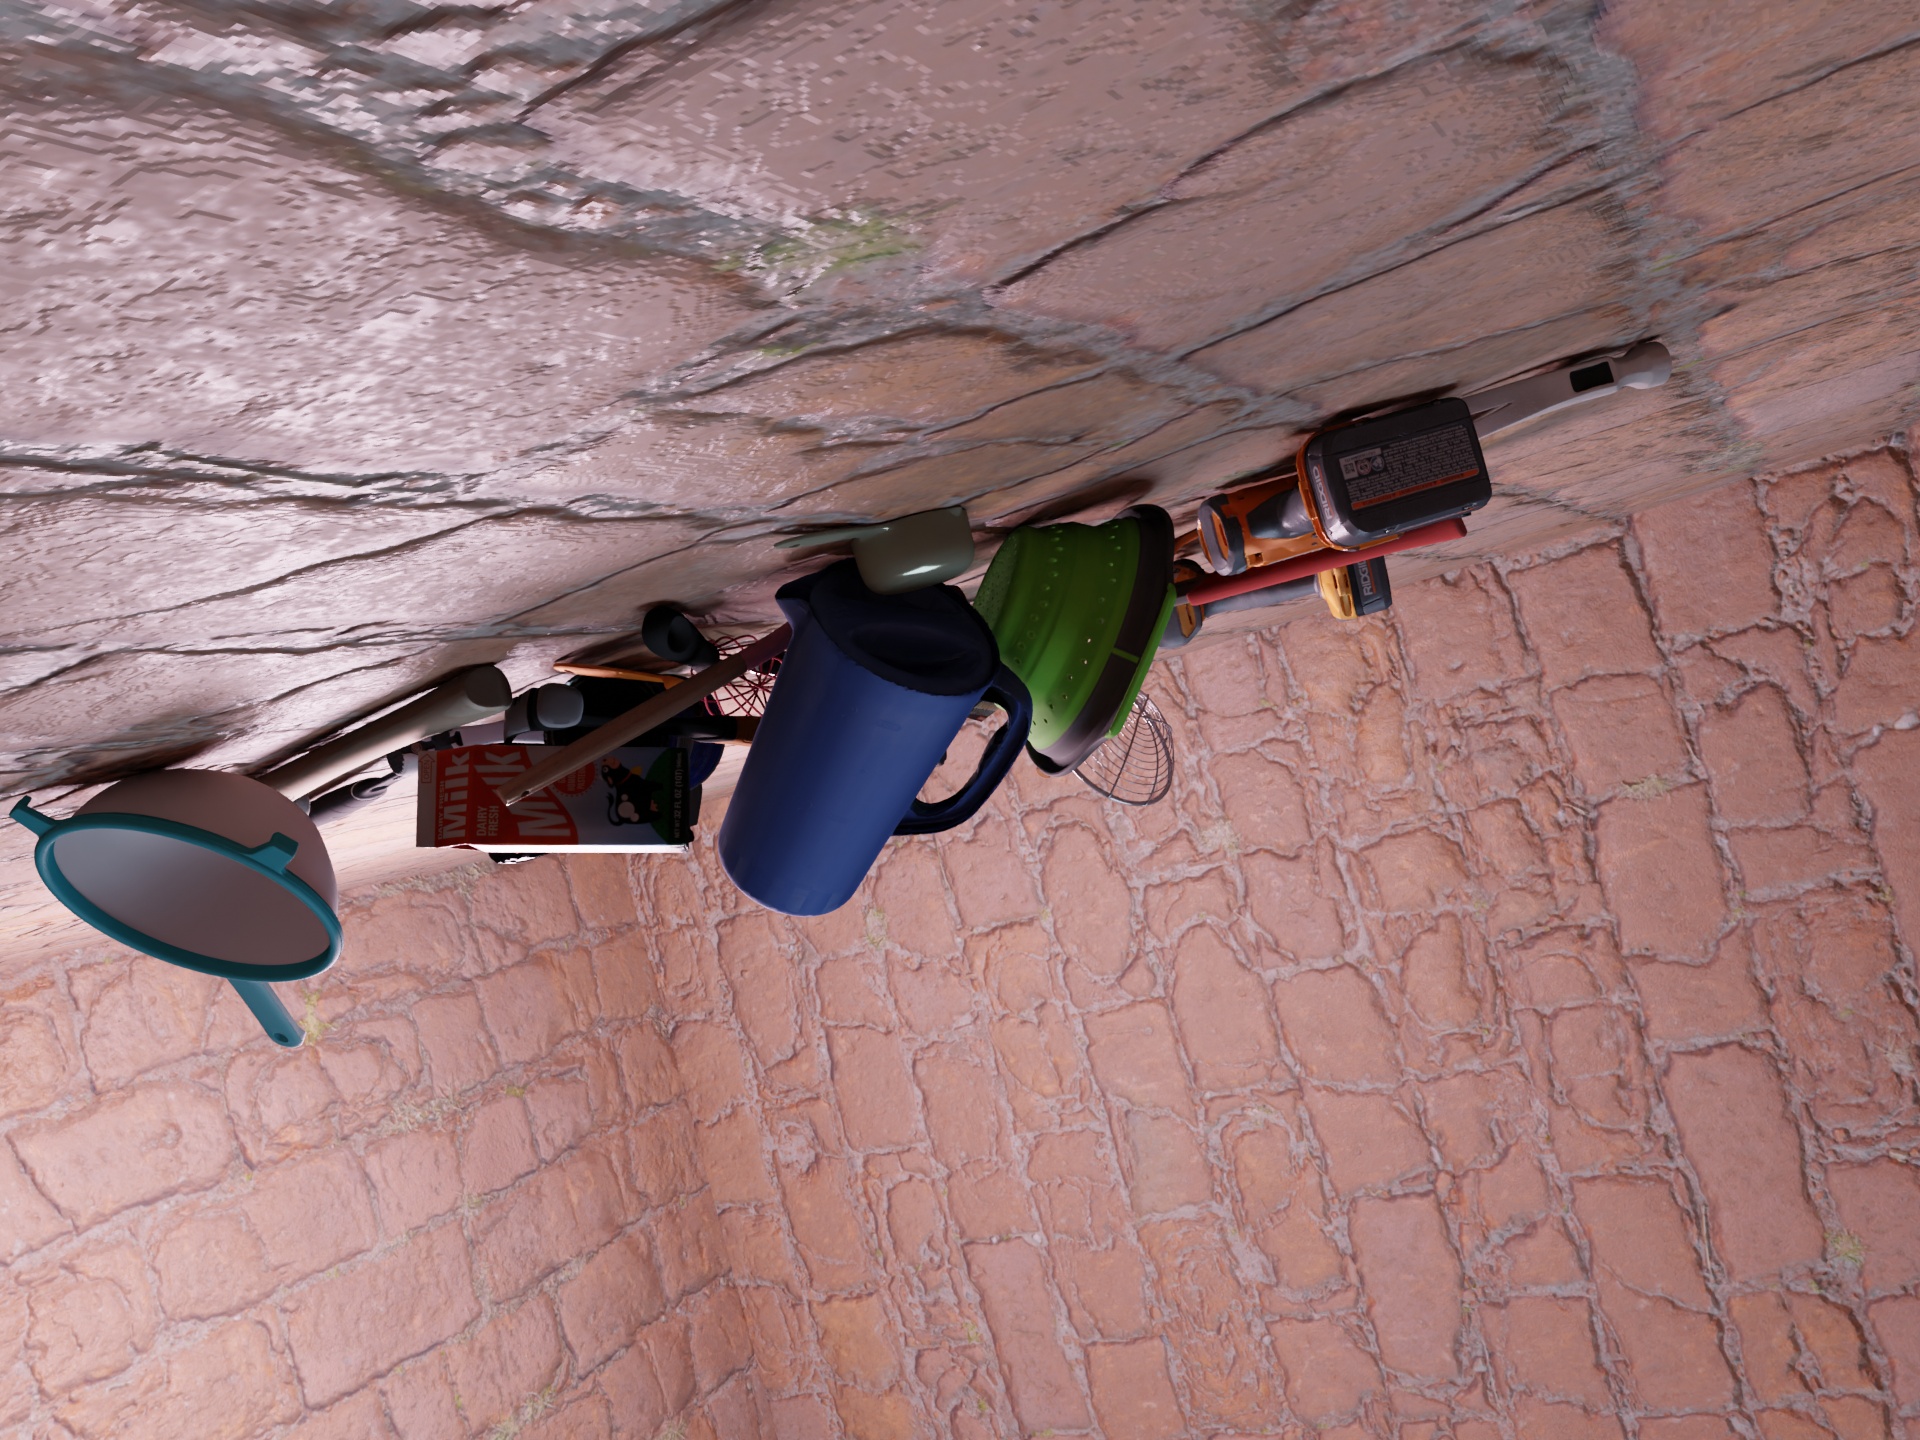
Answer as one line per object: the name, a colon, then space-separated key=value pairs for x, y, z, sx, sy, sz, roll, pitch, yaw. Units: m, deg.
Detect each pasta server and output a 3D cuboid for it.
pasta server: x=-0.165 y=-0.022 z=1.071 sx=0.316 sy=0.040 sz=0.060 roll=-32 pitch=149 yaw=-26

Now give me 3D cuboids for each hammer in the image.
hammer: x=0.383 y=-0.211 z=1.215 sx=0.130 sy=0.031 sz=0.331 roll=-15 pitch=177 yaw=-14
hammer: x=-0.515 y=0.055 z=1.421 sx=0.149 sy=0.036 sz=0.409 roll=-14 pitch=177 yaw=-45
hammer: x=0.234 y=-0.115 z=1.310 sx=0.359 sy=0.036 sz=0.149 roll=-14 pitch=-148 yaw=33
hammer: x=-0.164 y=0.009 z=1.177 sx=0.336 sy=0.034 sz=0.127 roll=5 pitch=171 yaw=-29
hammer: x=-0.471 y=0.030 z=1.178 sx=0.410 sy=0.038 sz=0.146 roll=-19 pitch=174 yaw=40

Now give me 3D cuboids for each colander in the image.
colander: x=0.049 y=-0.085 z=1.194 sx=0.094 sy=0.204 sz=0.397 roll=21 pitch=-174 yaw=-12

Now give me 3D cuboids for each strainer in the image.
strainer: x=-0.536 y=0.135 z=1.190 sx=0.211 sy=0.095 sz=0.340 roll=8 pitch=144 yaw=3

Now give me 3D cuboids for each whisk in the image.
whisk: x=-0.181 y=-0.044 z=1.155 sx=0.073 sy=0.073 sz=0.295 roll=-16 pitch=172 yaw=3

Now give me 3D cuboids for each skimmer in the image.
skimmer: x=-0.002 y=-0.004 z=1.327 sx=0.363 sy=0.090 sz=0.127 roll=7 pitch=-140 yaw=15

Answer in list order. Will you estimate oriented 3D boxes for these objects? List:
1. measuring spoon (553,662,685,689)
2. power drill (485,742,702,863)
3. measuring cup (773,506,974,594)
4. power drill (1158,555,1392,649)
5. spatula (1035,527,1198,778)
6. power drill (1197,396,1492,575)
measuring spoon: x=-0.240 y=-0.029 z=1.117 sx=0.117 sy=0.011 sz=0.021 roll=7 pitch=167 yaw=25
power drill: x=-0.328 y=0.057 z=1.424 sx=0.219 sy=0.143 sz=0.078 roll=-15 pitch=180 yaw=27
measuring cup: x=-0.053 y=-0.097 z=0.961 sx=0.083 sy=0.038 sz=0.167 roll=-18 pitch=178 yaw=35
power drill: x=0.279 y=-0.132 z=1.481 sx=0.226 sy=0.084 sz=0.185 roll=-12 pitch=-166 yaw=16
spatula: x=0.143 y=-0.073 z=1.250 sx=0.081 sy=0.041 sz=0.323 roll=-21 pitch=-149 yaw=55
power drill: x=0.283 y=-0.164 z=1.140 sx=0.164 sy=0.084 sz=0.226 roll=-17 pitch=-179 yaw=-12
